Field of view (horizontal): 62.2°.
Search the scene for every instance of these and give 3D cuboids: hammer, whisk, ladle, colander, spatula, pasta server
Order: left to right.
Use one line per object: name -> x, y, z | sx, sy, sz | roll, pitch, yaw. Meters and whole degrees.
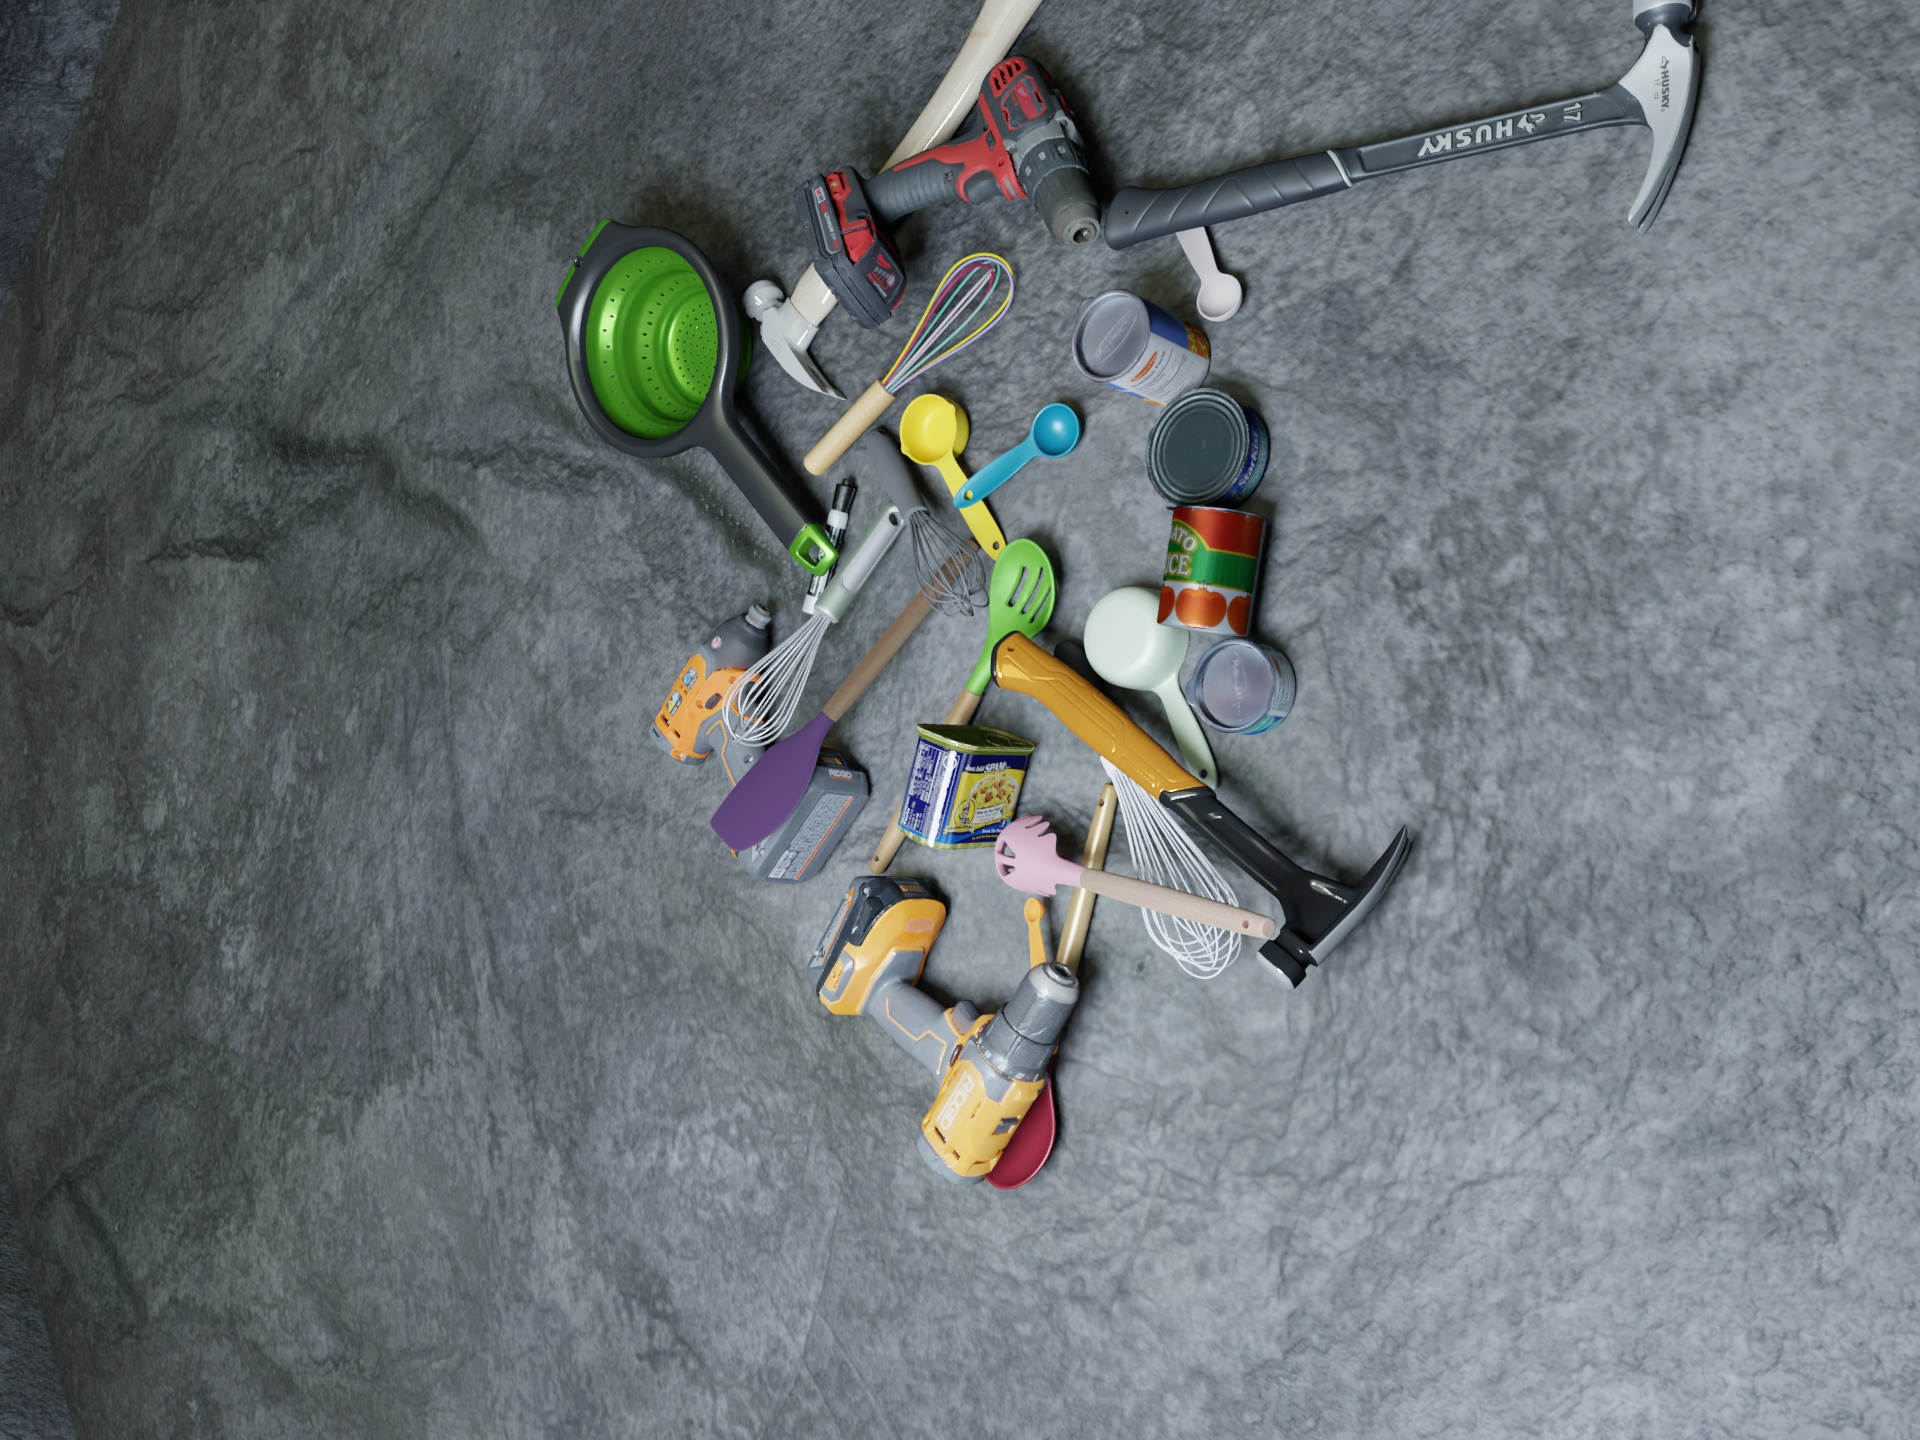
colander -> -0.212, -0.284, 1.443 | 0.397, 0.094, 0.204 | 51, 121, 17
whisk -> -0.116, -0.082, 1.315 | 0.246, 0.057, 0.059 | -56, 20, -9
spatula -> -0.089, -0.022, 1.285 | 0.060, 0.018, 0.316 | 40, 90, 30
whisk -> -0.049, -0.293, 1.315 | 0.245, 0.047, 0.051 | -42, 53, 24
hammer -> -0.038, -0.465, 1.339 | 0.410, 0.038, 0.146 | -50, 59, 25
whisk -> -0.032, -0.165, 1.285 | 0.055, 0.055, 0.239 | -50, 44, 25
ladle -> 0.074, 0.200, 1.194 | 0.069, 0.031, 0.315 | 19, 96, 44
pasta server -> 0.110, 0.112, 1.096 | 0.316, 0.040, 0.060 | 8, 100, 58
whisk -> 0.126, 0.057, 1.146 | 0.070, 0.070, 0.285 | -42, 56, 30
hammer -> 0.145, 0.033, 1.098 | 0.127, 0.034, 0.337 | -46, 58, -6
hammer -> 0.273, -0.368, 1.062 | 0.409, 0.036, 0.149 | -1, 87, 38

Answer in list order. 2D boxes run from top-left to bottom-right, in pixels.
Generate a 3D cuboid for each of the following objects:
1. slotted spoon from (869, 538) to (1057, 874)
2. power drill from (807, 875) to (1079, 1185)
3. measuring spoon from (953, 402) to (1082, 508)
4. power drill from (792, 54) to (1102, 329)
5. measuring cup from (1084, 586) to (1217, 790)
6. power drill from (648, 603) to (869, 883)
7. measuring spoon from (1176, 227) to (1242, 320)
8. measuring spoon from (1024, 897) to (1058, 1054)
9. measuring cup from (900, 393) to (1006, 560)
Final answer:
slotted spoon -> -0.002, -0.004, 1.276 | 0.070, 0.031, 0.313 | 43, 115, 34
power drill -> -0.011, 0.209, 1.210 | 0.226, 0.084, 0.185 | 47, 118, 40
measuring spoon -> 0.046, -0.203, 1.251 | 0.128, 0.021, 0.042 | -32, 74, 31
power drill -> -0.004, -0.398, 1.235 | 0.226, 0.080, 0.188 | -26, 58, 14
measuring cup -> 0.141, -0.023, 1.147 | 0.083, 0.038, 0.168 | -37, 62, 32
power drill -> -0.175, 0.014, 1.386 | 0.164, 0.084, 0.227 | -55, 52, 20
measuring spoon -> 0.178, -0.341, 1.164 | 0.034, 0.018, 0.124 | -29, 61, 26
measuring spoon -> 0.063, 0.190, 1.185 | 0.021, 0.011, 0.117 | -27, 65, 51
measuring cup -> 0.004, -0.195, 1.294 | 0.062, 0.029, 0.156 | -36, 76, 31
